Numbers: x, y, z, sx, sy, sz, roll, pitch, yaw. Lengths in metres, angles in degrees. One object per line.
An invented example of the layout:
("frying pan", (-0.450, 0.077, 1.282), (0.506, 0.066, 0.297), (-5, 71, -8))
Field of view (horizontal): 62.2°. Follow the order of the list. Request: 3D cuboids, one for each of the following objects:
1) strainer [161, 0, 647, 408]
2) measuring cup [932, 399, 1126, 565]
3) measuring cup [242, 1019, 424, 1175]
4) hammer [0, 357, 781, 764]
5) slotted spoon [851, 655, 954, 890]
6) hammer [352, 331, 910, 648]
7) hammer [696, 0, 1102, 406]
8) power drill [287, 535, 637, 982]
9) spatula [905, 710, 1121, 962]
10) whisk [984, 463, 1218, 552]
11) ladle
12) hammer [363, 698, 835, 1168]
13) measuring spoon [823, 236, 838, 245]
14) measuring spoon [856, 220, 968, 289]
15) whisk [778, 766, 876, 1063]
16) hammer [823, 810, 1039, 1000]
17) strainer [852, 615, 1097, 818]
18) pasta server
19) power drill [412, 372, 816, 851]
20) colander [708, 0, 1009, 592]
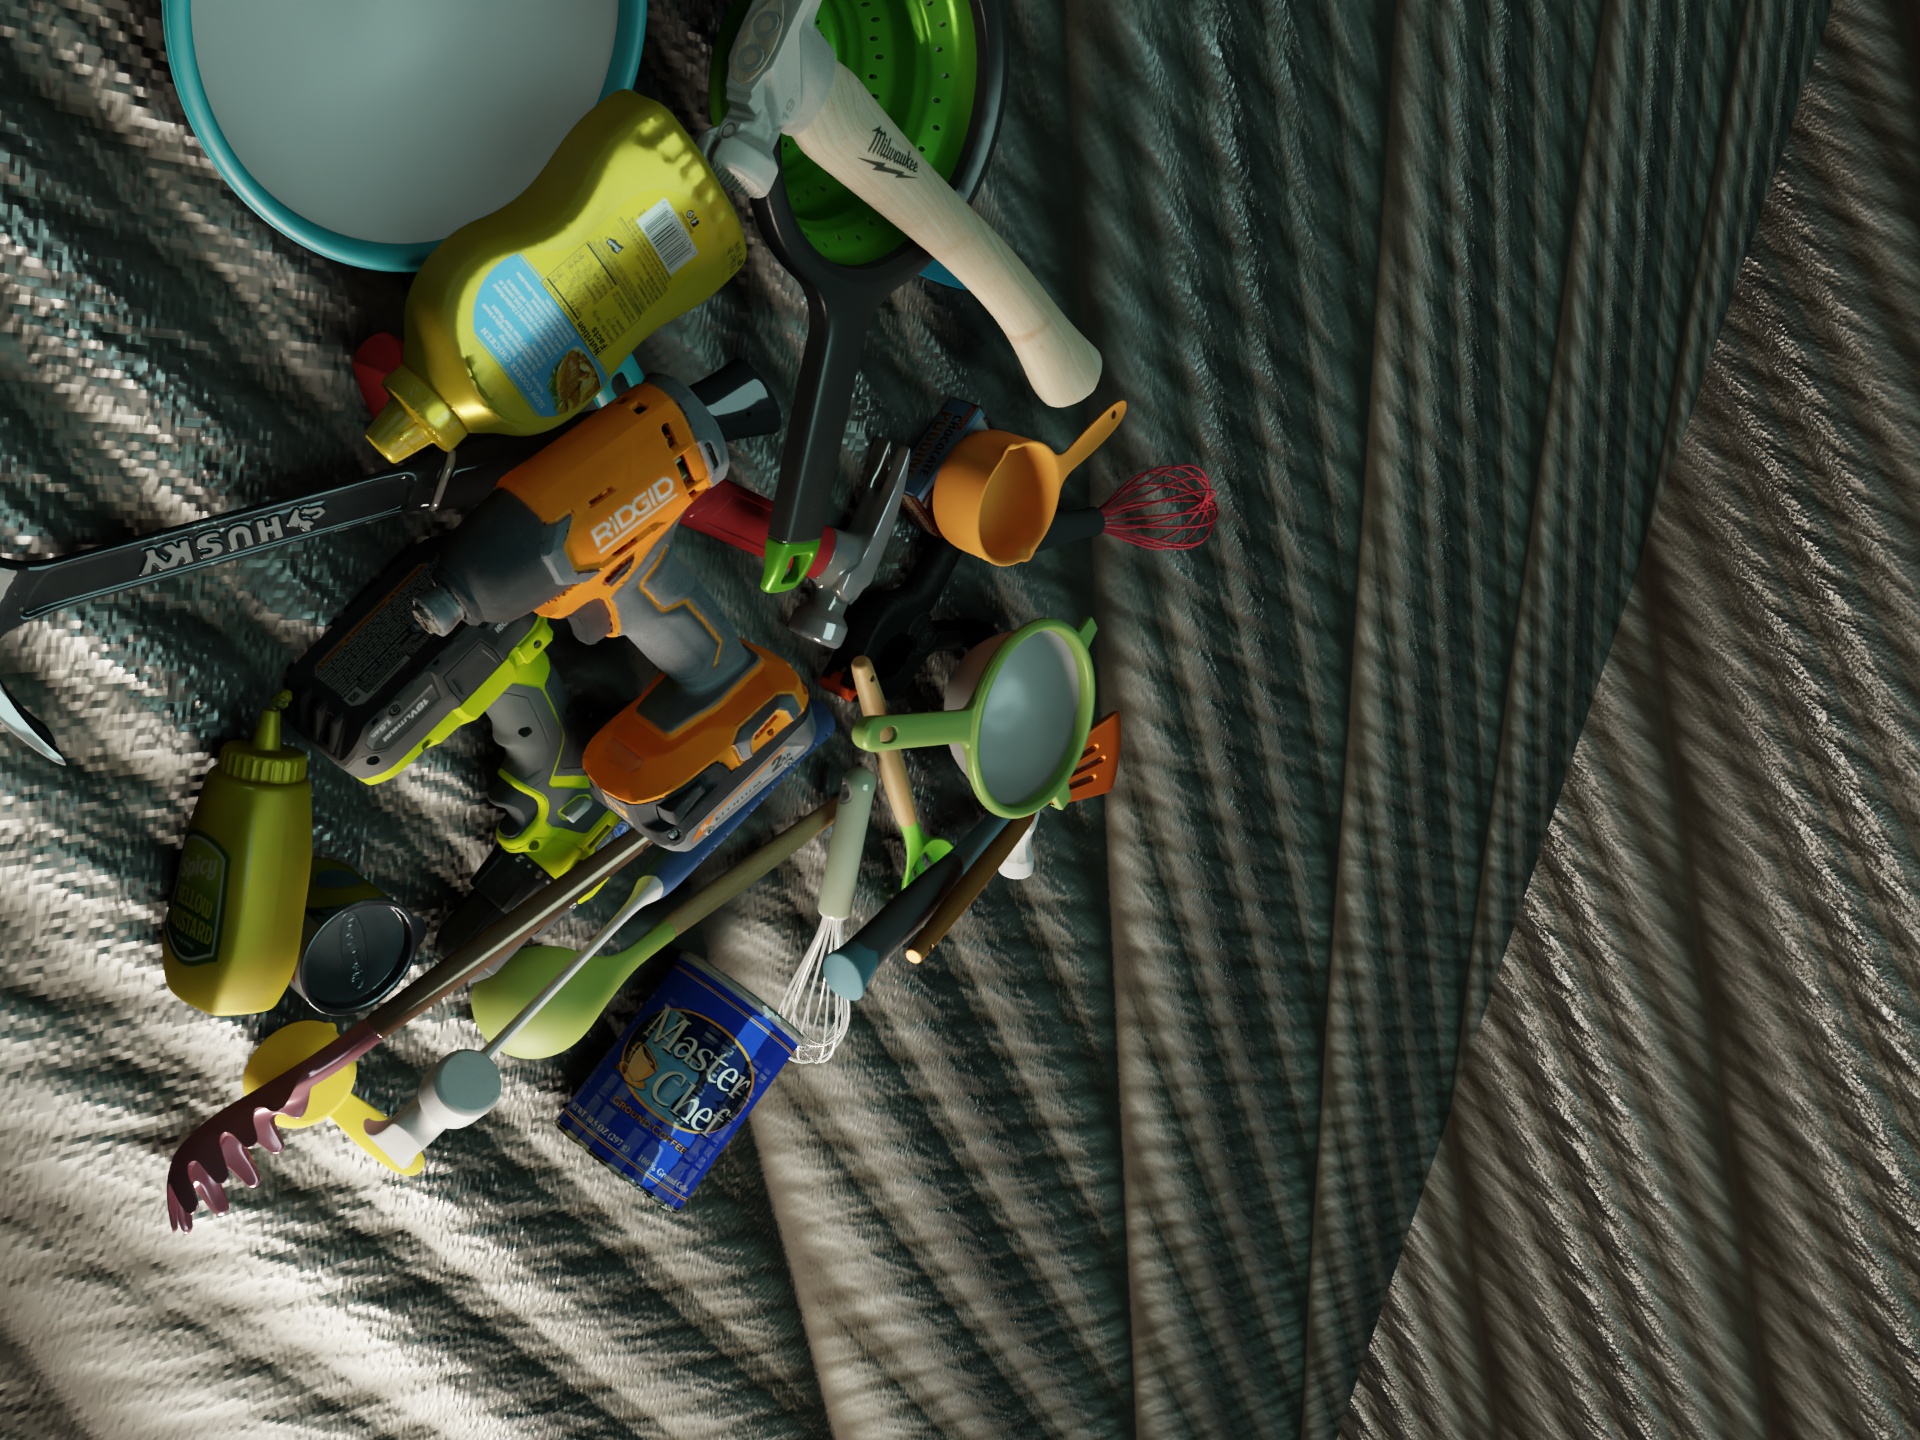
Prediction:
("strainer", (-0.231, -0.272, 0.718), (0.211, 0.095, 0.340), (-44, 151, -15))
("measuring cup", (0.048, -0.180, 1.106), (0.174, 0.052, 0.095), (-45, 141, -29))
("measuring cup", (-0.346, 0.228, 0.909), (0.062, 0.029, 0.156), (-49, 139, -22))
("hammer", (-0.264, -0.103, 0.752), (0.409, 0.036, 0.149), (-22, 130, -30))
("slotted spoon", (-0.043, 0.056, 1.172), (0.070, 0.031, 0.313), (-55, 152, -28))
("hammer", (-0.167, -0.151, 0.910), (0.386, 0.038, 0.143), (18, 94, -55))
("hammer", (0.001, -0.282, 0.897), (0.410, 0.038, 0.146), (22, 92, -63))
("power drill", (-0.256, 0.029, 0.871), (0.190, 0.080, 0.228), (-49, 144, -17))
("spatula", (0.046, 0.092, 1.230), (0.323, 0.041, 0.081), (-46, 145, -50))
("whisk", (0.114, -0.158, 1.240), (0.296, 0.073, 0.073), (-17, 123, -48))
("ladle", (-0.185, 0.120, 1.057), (0.320, 0.062, 0.078), (-36, 139, -45))
("hammer", (-0.194, 0.107, 0.938), (0.144, 0.035, 0.406), (-38, -172, 42))
("measuring spoon", (-0.063, -0.326, 0.968), (0.021, 0.011, 0.117), (12, 104, -54))
("measuring spoon", (-0.018, -0.296, 1.030), (0.128, 0.021, 0.042), (-2, 112, -51))
("whisk", (-0.092, 0.146, 1.160), (0.059, 0.058, 0.246), (-1, 115, -32))
("hammer", (-0.012, 0.120, 1.203), (0.331, 0.033, 0.128), (-38, 137, -58))
("strainer", (-0.002, -0.004, 1.145), (0.256, 0.069, 0.151), (-5, 107, -50))
("pasta server", (-0.288, 0.155, 0.857), (0.316, 0.040, 0.060), (-37, 171, -18))
("power drill", (-0.169, -0.039, 0.798), (0.164, 0.084, 0.226), (-42, 140, -24))
("colander", (-0.088, -0.269, 0.895), (0.204, 0.095, 0.397), (-18, 129, -54))
